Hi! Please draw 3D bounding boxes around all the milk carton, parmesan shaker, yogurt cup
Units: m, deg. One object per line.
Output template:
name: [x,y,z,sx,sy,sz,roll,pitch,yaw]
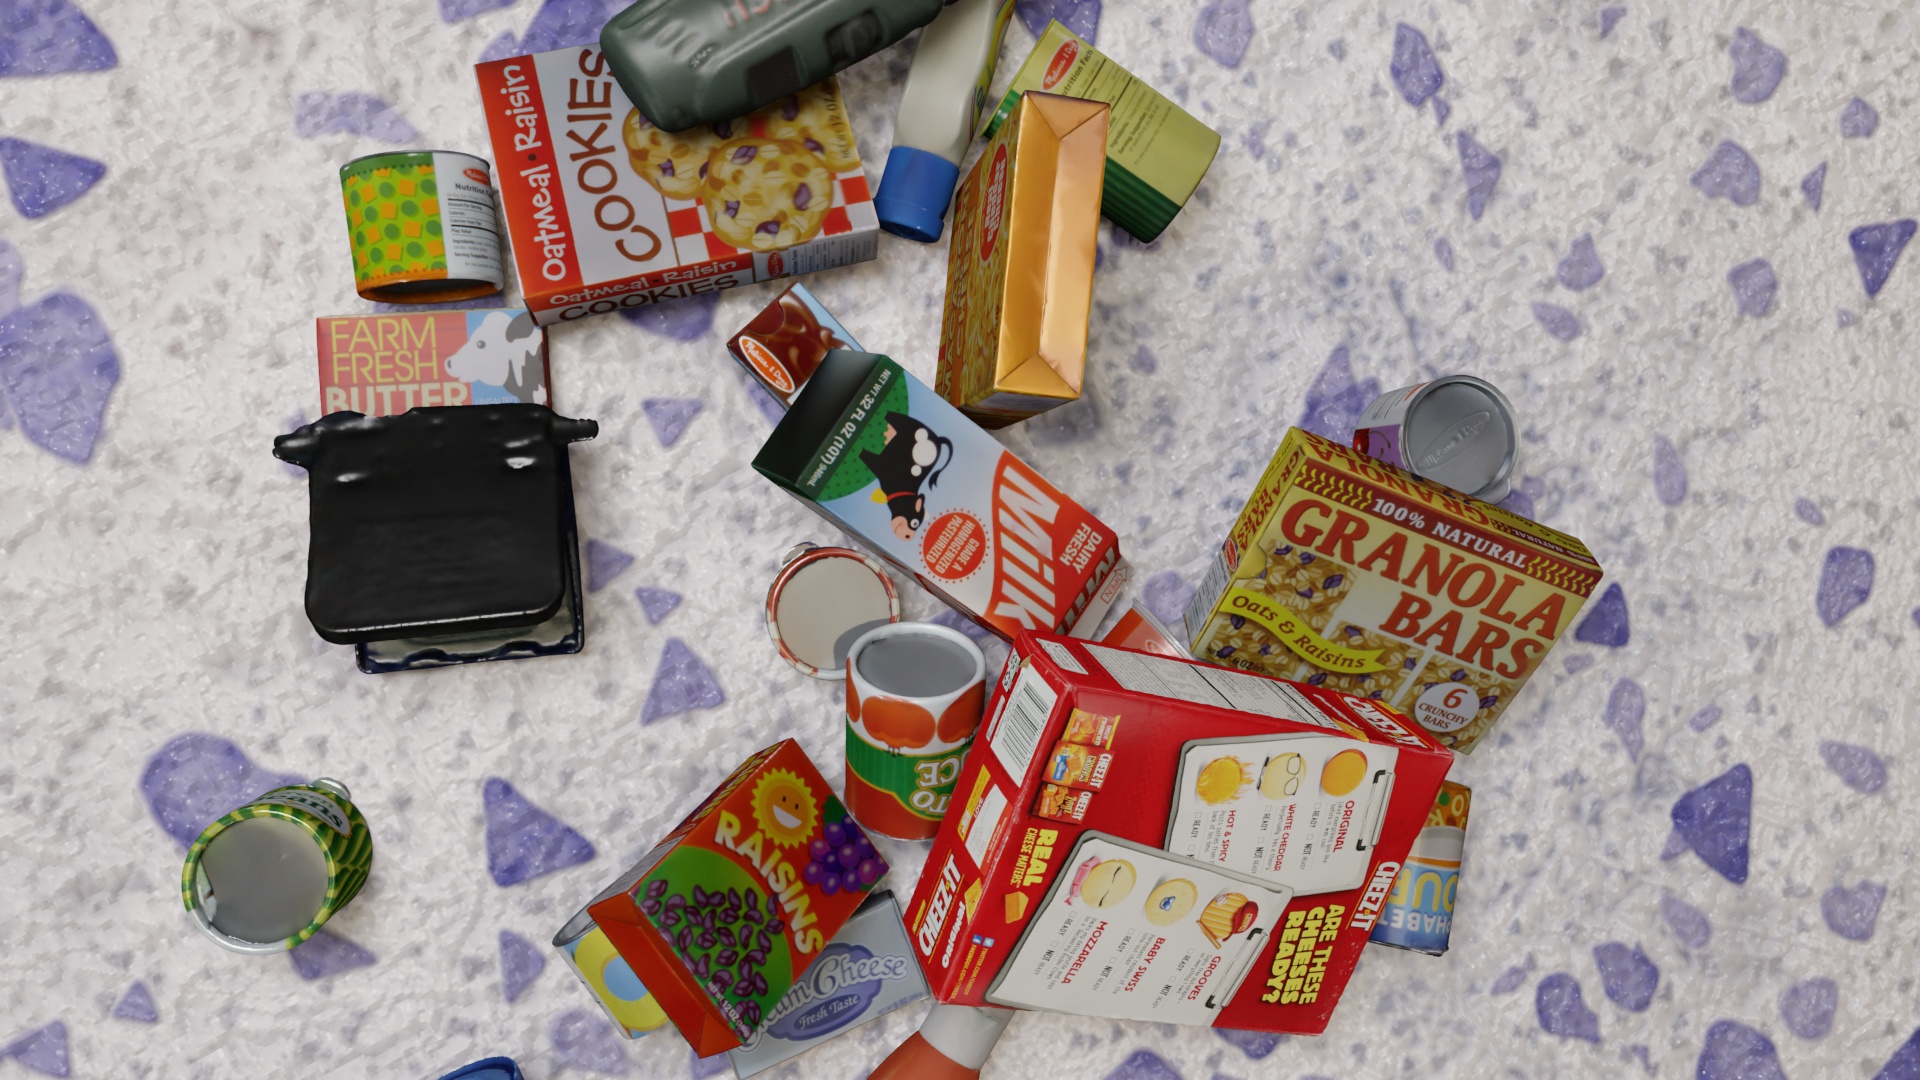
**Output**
milk carton: [0.002,-0.008,0.667,0.190,0.073,0.072,37,83,-26]
parmesan shaker: [0.069,-0.202,0.699,0.103,0.071,0.071,33,84,-8]
yogurt cup: [0.092,0.073,0.700,0.054,0.072,0.072,-42,96,1]

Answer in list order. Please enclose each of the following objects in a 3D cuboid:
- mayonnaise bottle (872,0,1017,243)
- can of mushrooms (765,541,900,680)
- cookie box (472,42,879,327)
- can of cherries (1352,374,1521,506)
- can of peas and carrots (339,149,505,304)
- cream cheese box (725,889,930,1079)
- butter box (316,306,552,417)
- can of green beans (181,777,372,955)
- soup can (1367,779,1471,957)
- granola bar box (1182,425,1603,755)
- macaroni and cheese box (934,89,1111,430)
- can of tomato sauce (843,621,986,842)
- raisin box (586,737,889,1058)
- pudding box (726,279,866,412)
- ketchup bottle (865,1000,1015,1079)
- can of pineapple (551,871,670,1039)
mayonnaise bottle: [-0.006,-0.224,0.690,0.041,0.065,0.148,17,90,4]
can of mushrooms: [-0.065,0.034,0.689,0.071,0.033,0.071,0,90,-9]
cookie box: [-0.136,-0.180,0.666,0.168,0.040,0.123,-14,77,-9]
can of cherries: [0.250,-0.048,0.730,0.071,0.058,0.071,0,89,-10]
can of peas and carrots: [-0.251,-0.144,0.646,0.071,0.071,0.058,-8,91,-9]
cream cheese box: [-0.072,0.220,0.689,0.104,0.024,0.053,-22,92,-9]
butter box: [-0.250,-0.083,0.665,0.104,0.024,0.053,-4,89,-10]
can of green beans: [-0.310,0.149,0.634,0.071,0.058,0.071,0,89,-9]
soup can: [0.226,0.162,0.716,0.071,0.071,0.084,11,87,-9]
granola bar box: [0.215,0.029,0.703,0.165,0.039,0.123,20,118,-8]
macaroni and cheese box: [0.024,-0.118,0.639,0.040,0.166,0.123,6,89,-10]
can of tomato sauce: [-0.021,0.091,0.661,0.071,0.071,0.082,-2,121,-9]
raisin box: [-0.098,0.162,0.643,0.086,0.040,0.124,53,40,-5]
pudding box: [-0.070,-0.082,0.692,0.050,0.030,0.083,-45,96,-6]
ketchup bottle: [-0.024,0.284,0.686,0.065,0.043,0.149,32,84,-9]
can of pineapple: [-0.147,0.190,0.656,0.071,0.071,0.058,-36,96,-8]
